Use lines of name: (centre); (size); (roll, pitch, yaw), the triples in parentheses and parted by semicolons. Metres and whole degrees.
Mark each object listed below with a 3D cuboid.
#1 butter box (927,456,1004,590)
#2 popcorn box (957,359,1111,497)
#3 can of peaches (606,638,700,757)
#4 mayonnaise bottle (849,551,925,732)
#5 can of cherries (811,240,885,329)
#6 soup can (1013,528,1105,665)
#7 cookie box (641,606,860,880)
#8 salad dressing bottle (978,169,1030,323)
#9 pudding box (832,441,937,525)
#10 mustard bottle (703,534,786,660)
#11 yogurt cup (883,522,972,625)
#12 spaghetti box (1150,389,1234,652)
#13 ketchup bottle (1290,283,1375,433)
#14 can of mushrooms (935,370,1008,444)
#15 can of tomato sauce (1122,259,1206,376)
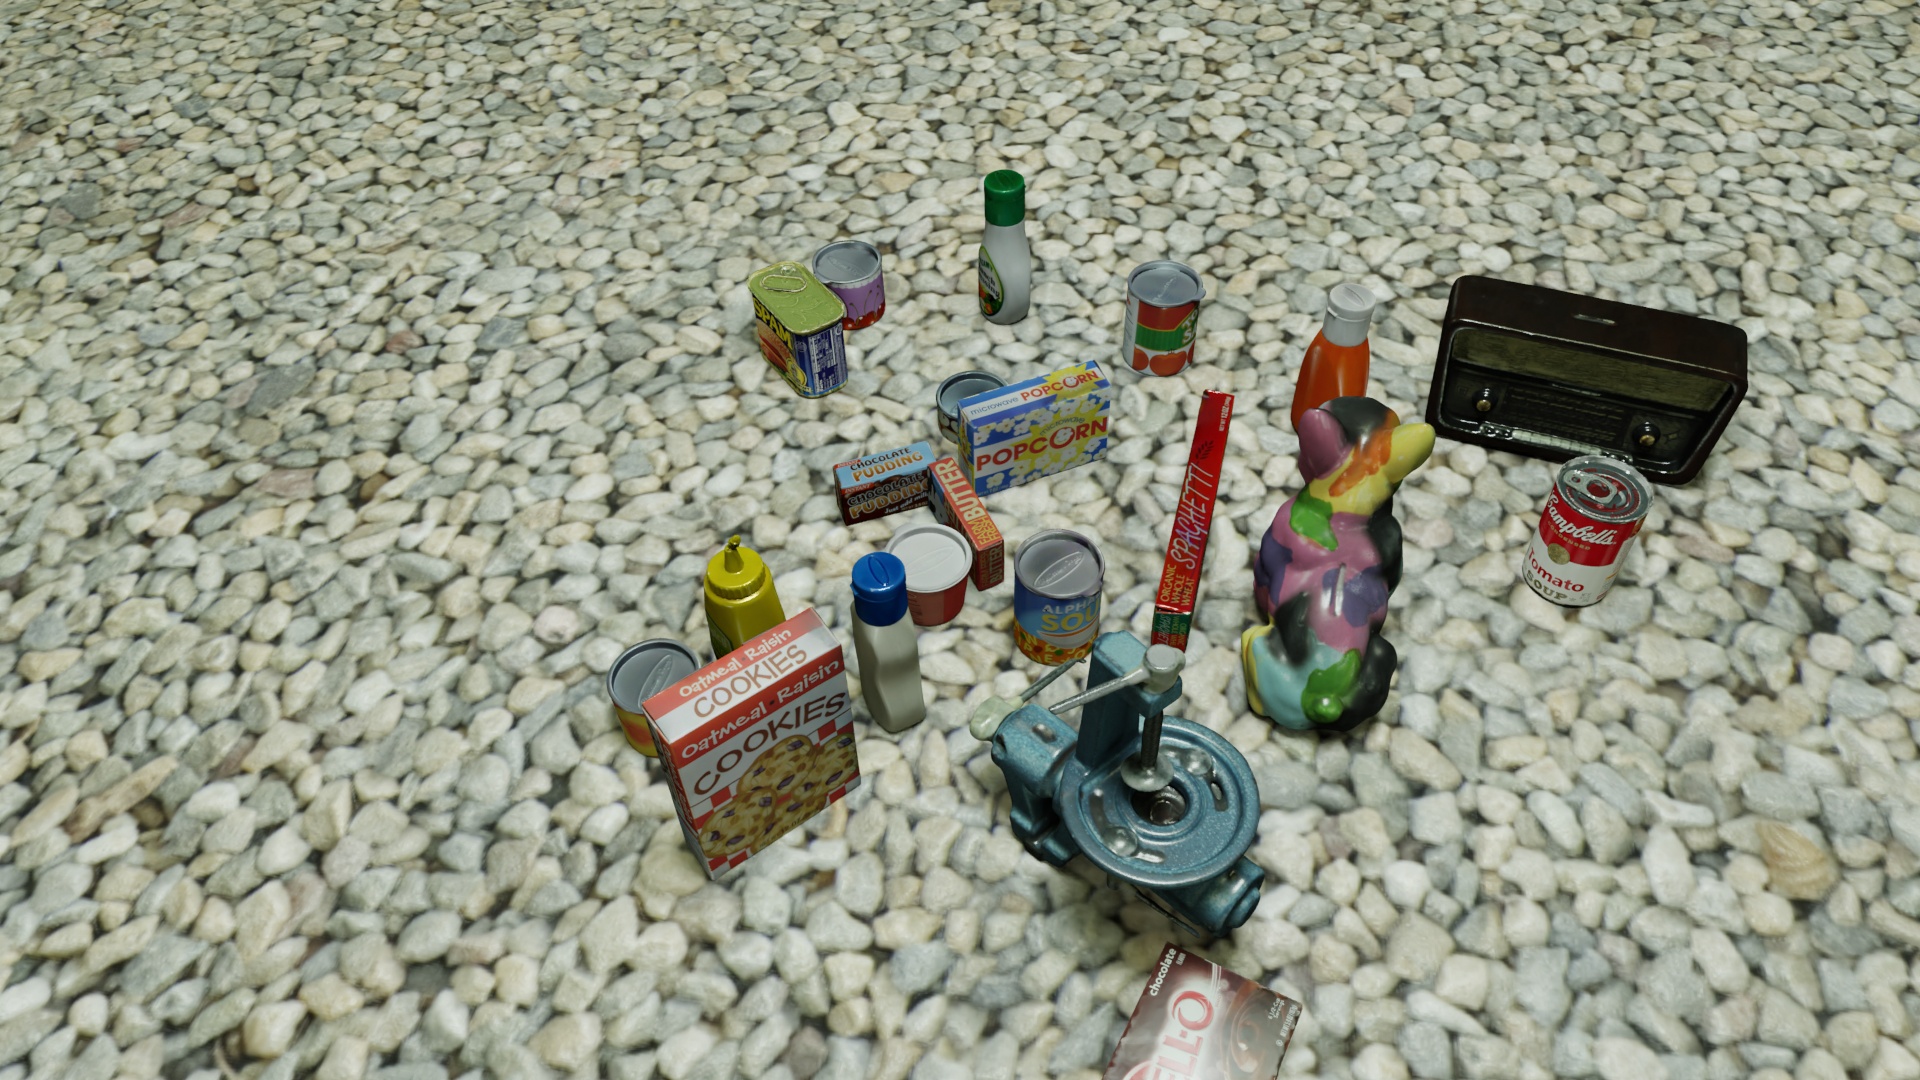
butter box: (0.004, -0.014, 1.110); (0.024, 0.052, 0.104); (-19, 50, -15)
popcorn box: (0.061, -0.093, 1.158); (0.127, 0.084, 0.038); (-18, 50, -14)
can of peaches: (-0.213, 0.114, 0.997); (0.071, 0.057, 0.071); (-1, 48, 1)
mayonnaise bottle: (-0.052, 0.069, 0.973); (0.041, 0.147, 0.065); (-20, 50, -15)
can of cherries: (-0.107, -0.241, 1.315); (0.071, 0.058, 0.072); (-1, 48, 1)
soup can: (0.074, 0.045, 1.034); (0.071, 0.083, 0.072); (-1, 48, 1)
cookie box: (-0.131, 0.134, 0.904); (0.123, 0.166, 0.040); (-30, 54, -23)
salad dressing bottle: (0.040, -0.269, 1.277); (0.044, 0.146, 0.064); (-20, 50, -15)
pudding box: (-0.060, -0.048, 1.145); (0.084, 0.049, 0.030); (-15, 49, -11)
mustard bottle: (-0.154, 0.050, 0.985); (0.049, 0.159, 0.065); (-30, 54, -23)
yogurt cup: (-0.025, 0.029, 1.072); (0.072, 0.053, 0.073); (-1, 48, 1)
spaghetti box: (0.187, -0.020, 1.113); (0.029, 0.050, 0.251); (10, 49, 11)
ketchup bottle: (0.312, -0.144, 1.155); (0.043, 0.148, 0.065); (-21, 51, -17)
can of mushrooms: (0.013, -0.114, 1.213); (0.071, 0.033, 0.071); (-1, 48, 1)
can of tomato sauce: (0.183, -0.199, 1.253); (0.071, 0.082, 0.071); (-1, 48, 1)
